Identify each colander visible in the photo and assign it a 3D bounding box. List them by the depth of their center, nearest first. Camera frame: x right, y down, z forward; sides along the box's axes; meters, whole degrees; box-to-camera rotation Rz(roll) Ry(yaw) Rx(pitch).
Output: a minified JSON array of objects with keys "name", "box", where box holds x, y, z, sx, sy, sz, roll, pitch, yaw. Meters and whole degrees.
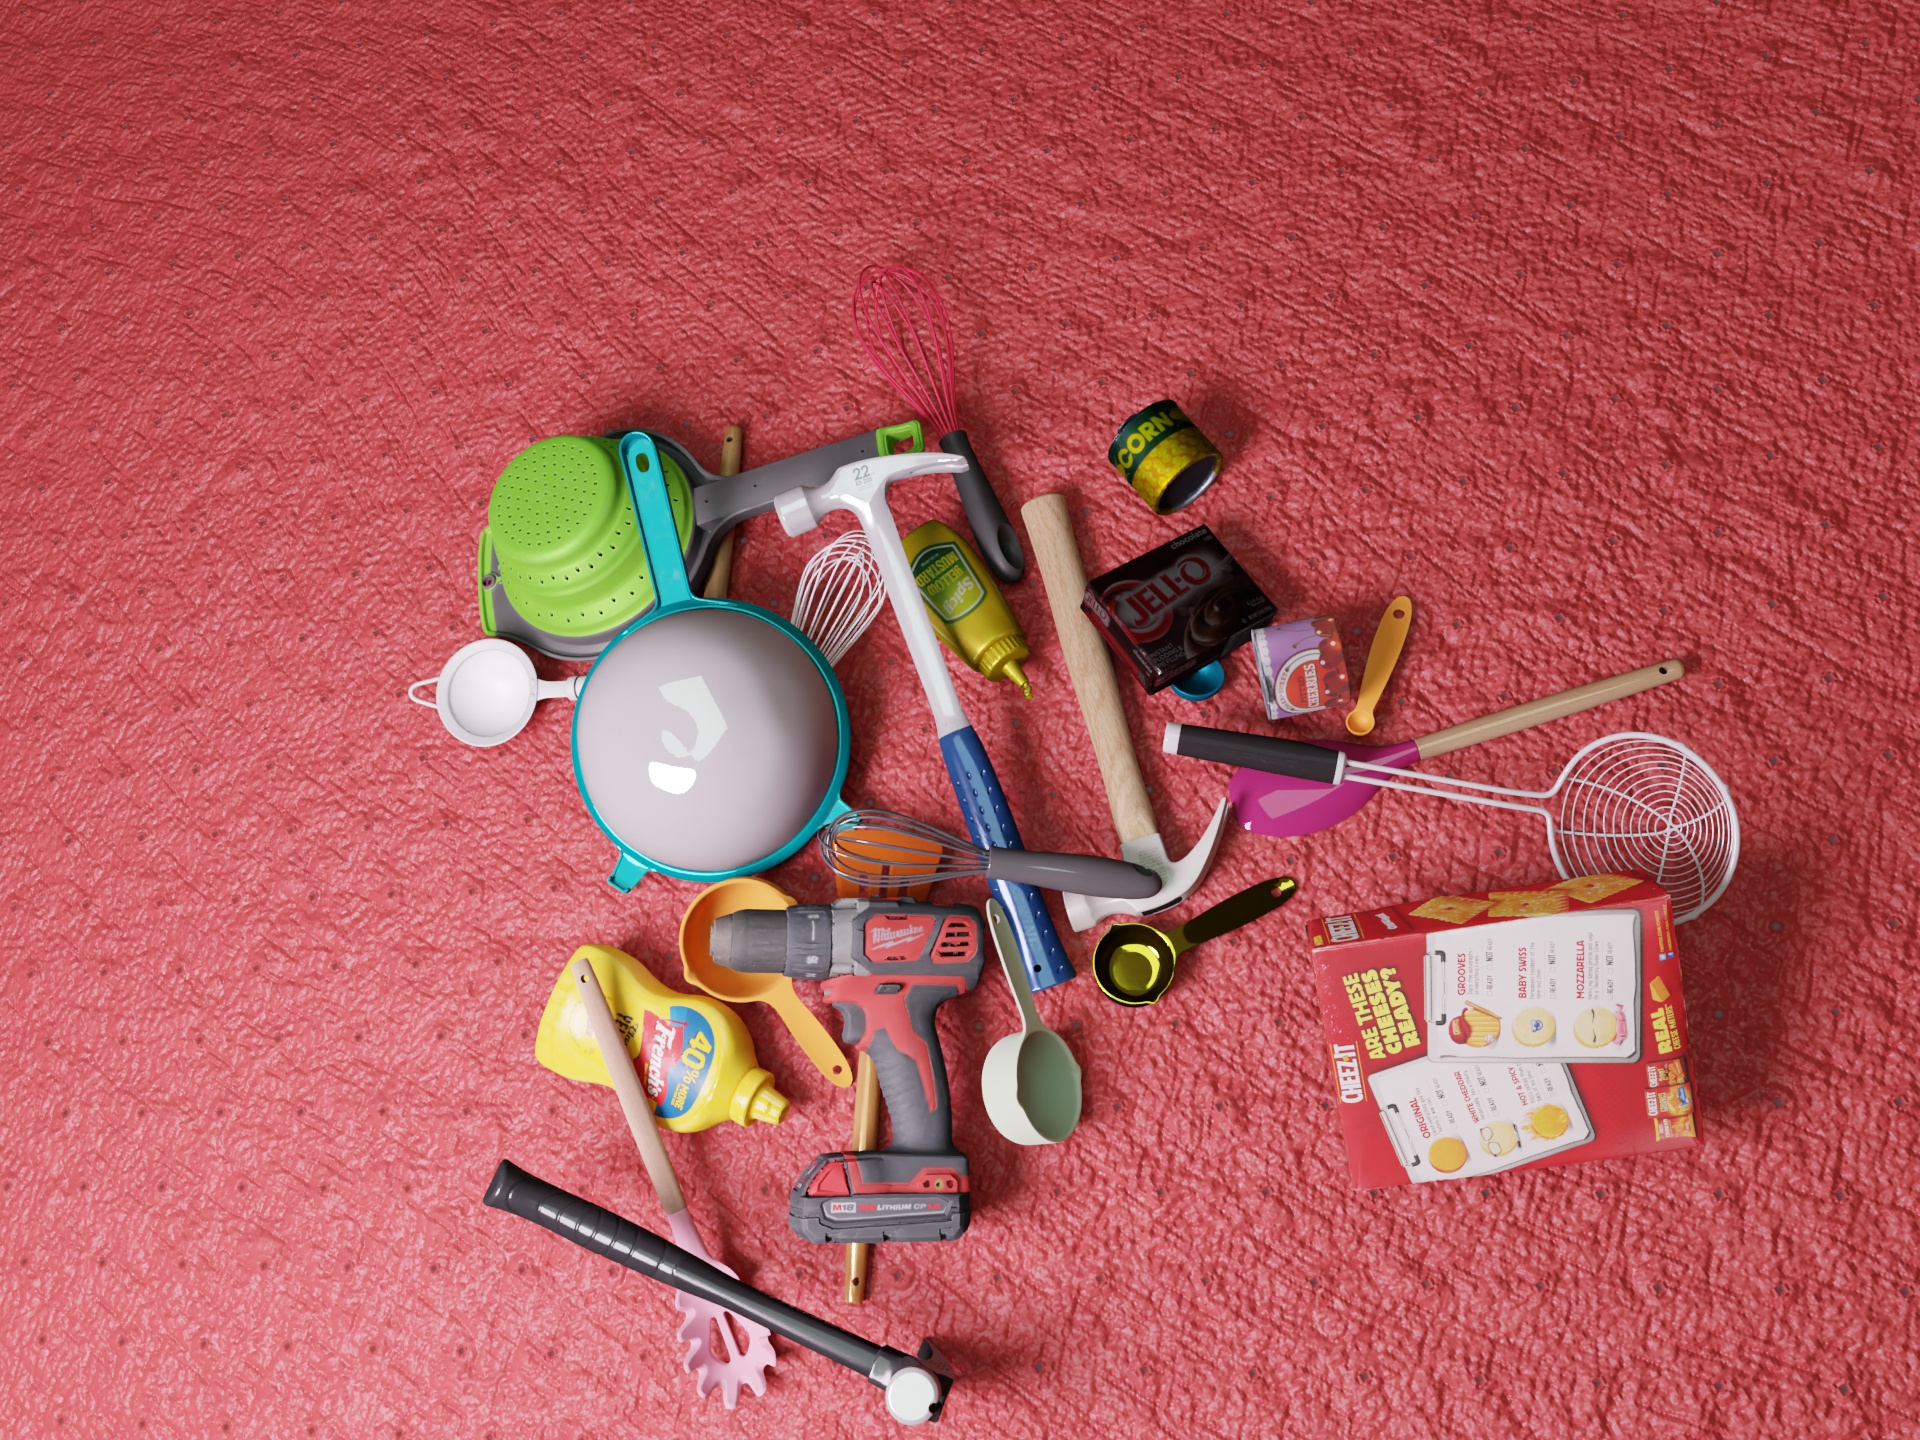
[{"name":"colander","box":[-0.225,-0.178,1.237,0.397,0.094,0.205,-16,65,13]}]

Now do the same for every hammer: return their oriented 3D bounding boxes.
[{"name":"hammer","box":[-0.160,0.363,1.027,0.335,0.146,0.035,21,76,11]},{"name":"hammer","box":[-0.002,-0.004,1.140,0.144,0.035,0.406,-21,81,5]},{"name":"hammer","box":[0.104,-0.019,1.167,0.130,0.031,0.331,-17,70,8]}]

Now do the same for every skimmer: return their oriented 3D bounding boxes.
[{"name":"skimmer","box":[0.313,0.048,1.052,0.363,0.090,0.127,10,102,10]}]

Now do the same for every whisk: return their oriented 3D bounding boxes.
[{"name":"whisk","box":[0.021,0.097,1.080,0.239,0.055,0.055,8,74,-5]},{"name":"whisk","box":[-0.131,-0.016,1.210,0.070,0.070,0.284,24,85,19]},{"name":"whisk","box":[-0.013,-0.238,1.249,0.073,0.073,0.296,-24,75,5]}]

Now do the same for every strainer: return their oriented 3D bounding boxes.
[{"name":"strainer","box":[-0.204,-0.049,1.143,0.211,0.095,0.340,-14,88,4]},{"name":"strainer","box":[-0.307,-0.023,1.245,0.258,0.050,0.087,-2,81,17]}]

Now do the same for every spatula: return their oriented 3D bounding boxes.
[{"name":"spatula","box":[-0.063,0.239,1.117,0.081,0.041,0.323,6,75,-10]}]

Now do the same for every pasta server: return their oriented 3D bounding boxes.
[{"name":"pasta server","box":[-0.205,0.312,1.093,0.060,0.040,0.316,-22,84,-10]}]

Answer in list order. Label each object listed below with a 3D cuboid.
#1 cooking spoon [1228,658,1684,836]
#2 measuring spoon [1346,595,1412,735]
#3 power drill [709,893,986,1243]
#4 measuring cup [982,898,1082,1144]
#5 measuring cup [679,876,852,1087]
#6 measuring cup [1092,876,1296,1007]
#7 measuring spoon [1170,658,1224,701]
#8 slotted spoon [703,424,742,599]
[{"name":"cooking spoon","box":[0.343,0.012,1.109,0.319,0.017,0.069,-18,69,7]},{"name":"measuring spoon","box":[0.300,-0.039,1.136,0.021,0.011,0.117,16,68,21]},{"name":"power drill","box":[-0.076,0.230,1.069,0.188,0.080,0.227,2,77,-10]},{"name":"measuring cup","box":[0.033,0.205,1.078,0.038,0.083,0.168,-22,81,34]},{"name":"measuring cup","box":[-0.132,0.190,1.151,0.095,0.052,0.173,-36,93,-3]},{"name":"measuring cup","box":[0.164,0.150,1.108,0.156,0.029,0.062,-25,69,-8]},{"name":"measuring spoon","box":[0.150,-0.061,1.180,0.042,0.021,0.129,-22,58,-17]},{"name":"slotted spoon","box":[-0.197,-0.093,1.262,0.070,0.031,0.314,-1,71,15]}]
